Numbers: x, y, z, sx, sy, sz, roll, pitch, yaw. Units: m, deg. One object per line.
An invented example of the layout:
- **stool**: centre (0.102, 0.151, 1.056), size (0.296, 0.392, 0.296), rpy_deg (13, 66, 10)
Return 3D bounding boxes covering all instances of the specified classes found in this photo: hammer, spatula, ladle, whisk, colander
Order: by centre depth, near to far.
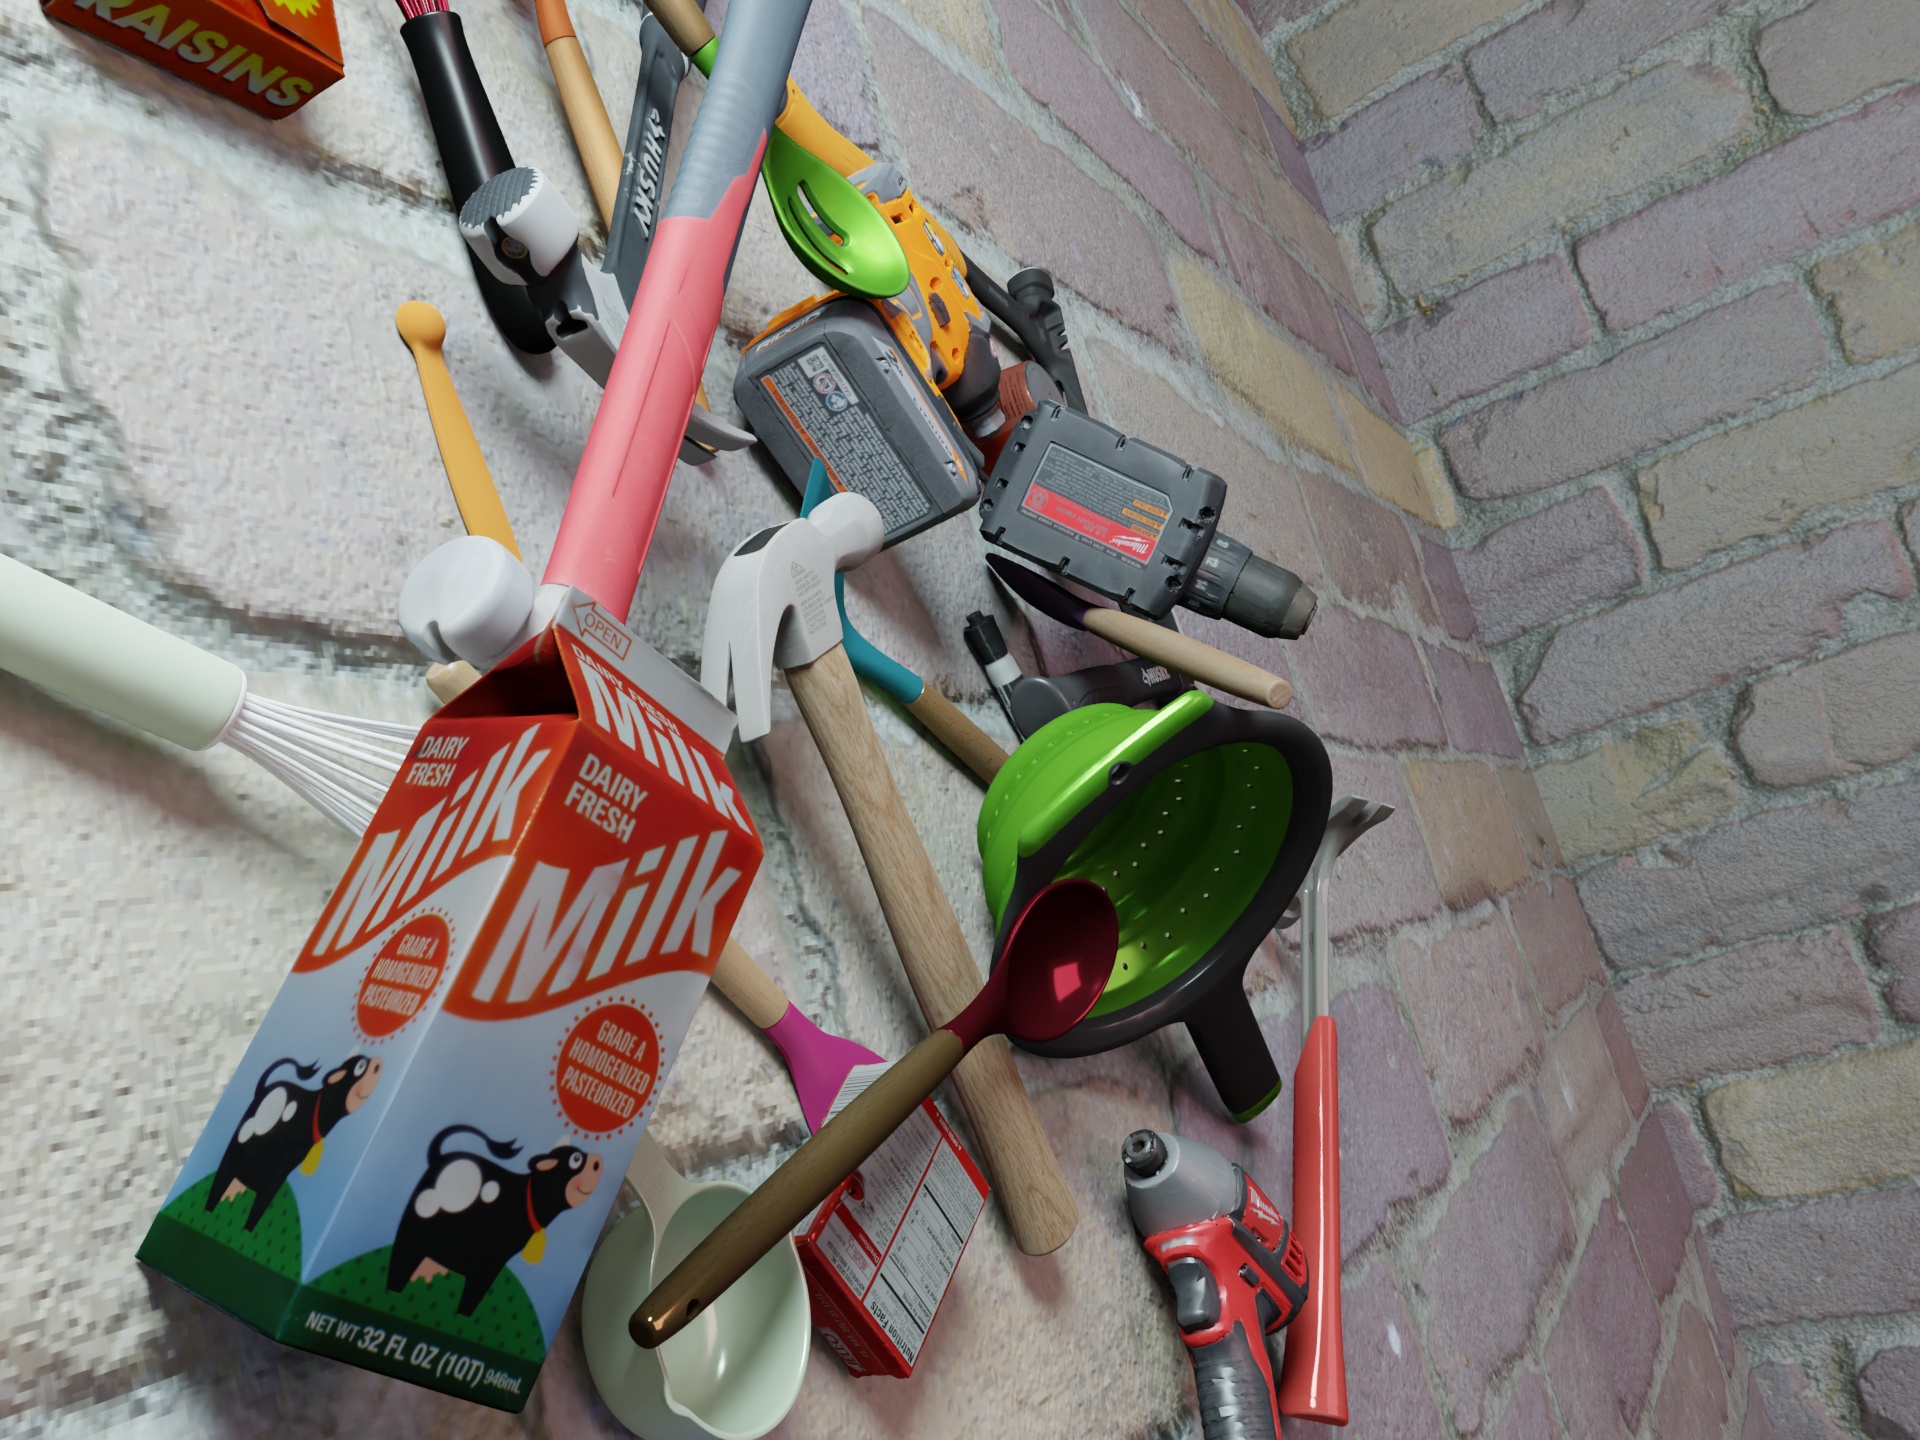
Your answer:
- **whisk**: centre (-0.192, 0.000, 0.426), size (0.246, 0.059, 0.058), rpy_deg (34, 59, -42)
- **ladle**: centre (-0.016, 0.130, 0.574), size (0.315, 0.031, 0.069), rpy_deg (-29, 117, -58)
- **hammer**: centre (-0.093, -0.155, 0.589), size (0.143, 0.038, 0.387), rpy_deg (53, 40, -52)
- **whisk**: centre (-0.208, -0.283, 0.602), size (0.073, 0.073, 0.296), rpy_deg (-33, 106, -64)
- **hammer**: centre (-0.019, 0.078, 0.654), size (0.130, 0.031, 0.331), rpy_deg (-43, 116, -56)
- **spatula**: centre (-0.172, -0.267, 0.694), size (0.081, 0.041, 0.322), rpy_deg (-28, 100, -65)
- **hammer**: centre (-0.130, -0.286, 0.710), size (0.149, 0.036, 0.409), rpy_deg (53, 28, -46)
- **spatula**: centre (-0.001, -0.003, 0.788), size (0.317, 0.044, 0.082), rpy_deg (43, 44, -44)
- **spatula**: centre (0.078, -0.048, 0.800), size (0.059, 0.018, 0.316), rpy_deg (43, -3, -24)
- **colander**: centre (0.101, 0.106, 0.842), size (0.095, 0.204, 0.396), rpy_deg (45, -11, 39)
- **hammer**: centre (0.216, 0.225, 0.949), size (0.036, 0.149, 0.359), rpy_deg (14, 55, -8)
- **hammer**: centre (0.095, -0.025, 0.968), size (0.146, 0.035, 0.334), rpy_deg (69, 21, 2)
- **hammer**: centre (-0.020, -0.291, 0.985), size (0.336, 0.034, 0.127), rpy_deg (23, 49, -55)

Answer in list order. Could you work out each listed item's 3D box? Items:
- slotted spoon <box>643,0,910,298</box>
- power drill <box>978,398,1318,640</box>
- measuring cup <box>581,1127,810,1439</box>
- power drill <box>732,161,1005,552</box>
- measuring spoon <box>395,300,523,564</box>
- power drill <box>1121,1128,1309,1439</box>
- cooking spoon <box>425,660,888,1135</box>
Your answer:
- **slotted spoon**: centre (-0.122, -0.300, 0.652), size (0.313, 0.031, 0.070), rpy_deg (52, 36, -28)
- **power drill**: centre (0.113, -0.100, 0.906), size (0.188, 0.080, 0.226), rpy_deg (27, 7, 11)
- **measuring cup**: centre (-0.105, 0.147, 0.485), size (0.167, 0.038, 0.083), rpy_deg (60, 27, -11)
- **power drill**: centre (-0.031, -0.181, 0.831), size (0.164, 0.084, 0.227), rpy_deg (54, 26, -28)
- **measuring spoon**: centre (-0.175, -0.097, 0.567), size (0.021, 0.011, 0.117), rpy_deg (-13, 82, -64)
- **power drill**: centre (0.117, 0.305, 0.747), size (0.143, 0.078, 0.220), rpy_deg (52, 28, -30)
- **cooking spoon**: centre (-0.084, 0.093, 0.587), size (0.318, 0.017, 0.069), rpy_deg (53, 30, -30)
